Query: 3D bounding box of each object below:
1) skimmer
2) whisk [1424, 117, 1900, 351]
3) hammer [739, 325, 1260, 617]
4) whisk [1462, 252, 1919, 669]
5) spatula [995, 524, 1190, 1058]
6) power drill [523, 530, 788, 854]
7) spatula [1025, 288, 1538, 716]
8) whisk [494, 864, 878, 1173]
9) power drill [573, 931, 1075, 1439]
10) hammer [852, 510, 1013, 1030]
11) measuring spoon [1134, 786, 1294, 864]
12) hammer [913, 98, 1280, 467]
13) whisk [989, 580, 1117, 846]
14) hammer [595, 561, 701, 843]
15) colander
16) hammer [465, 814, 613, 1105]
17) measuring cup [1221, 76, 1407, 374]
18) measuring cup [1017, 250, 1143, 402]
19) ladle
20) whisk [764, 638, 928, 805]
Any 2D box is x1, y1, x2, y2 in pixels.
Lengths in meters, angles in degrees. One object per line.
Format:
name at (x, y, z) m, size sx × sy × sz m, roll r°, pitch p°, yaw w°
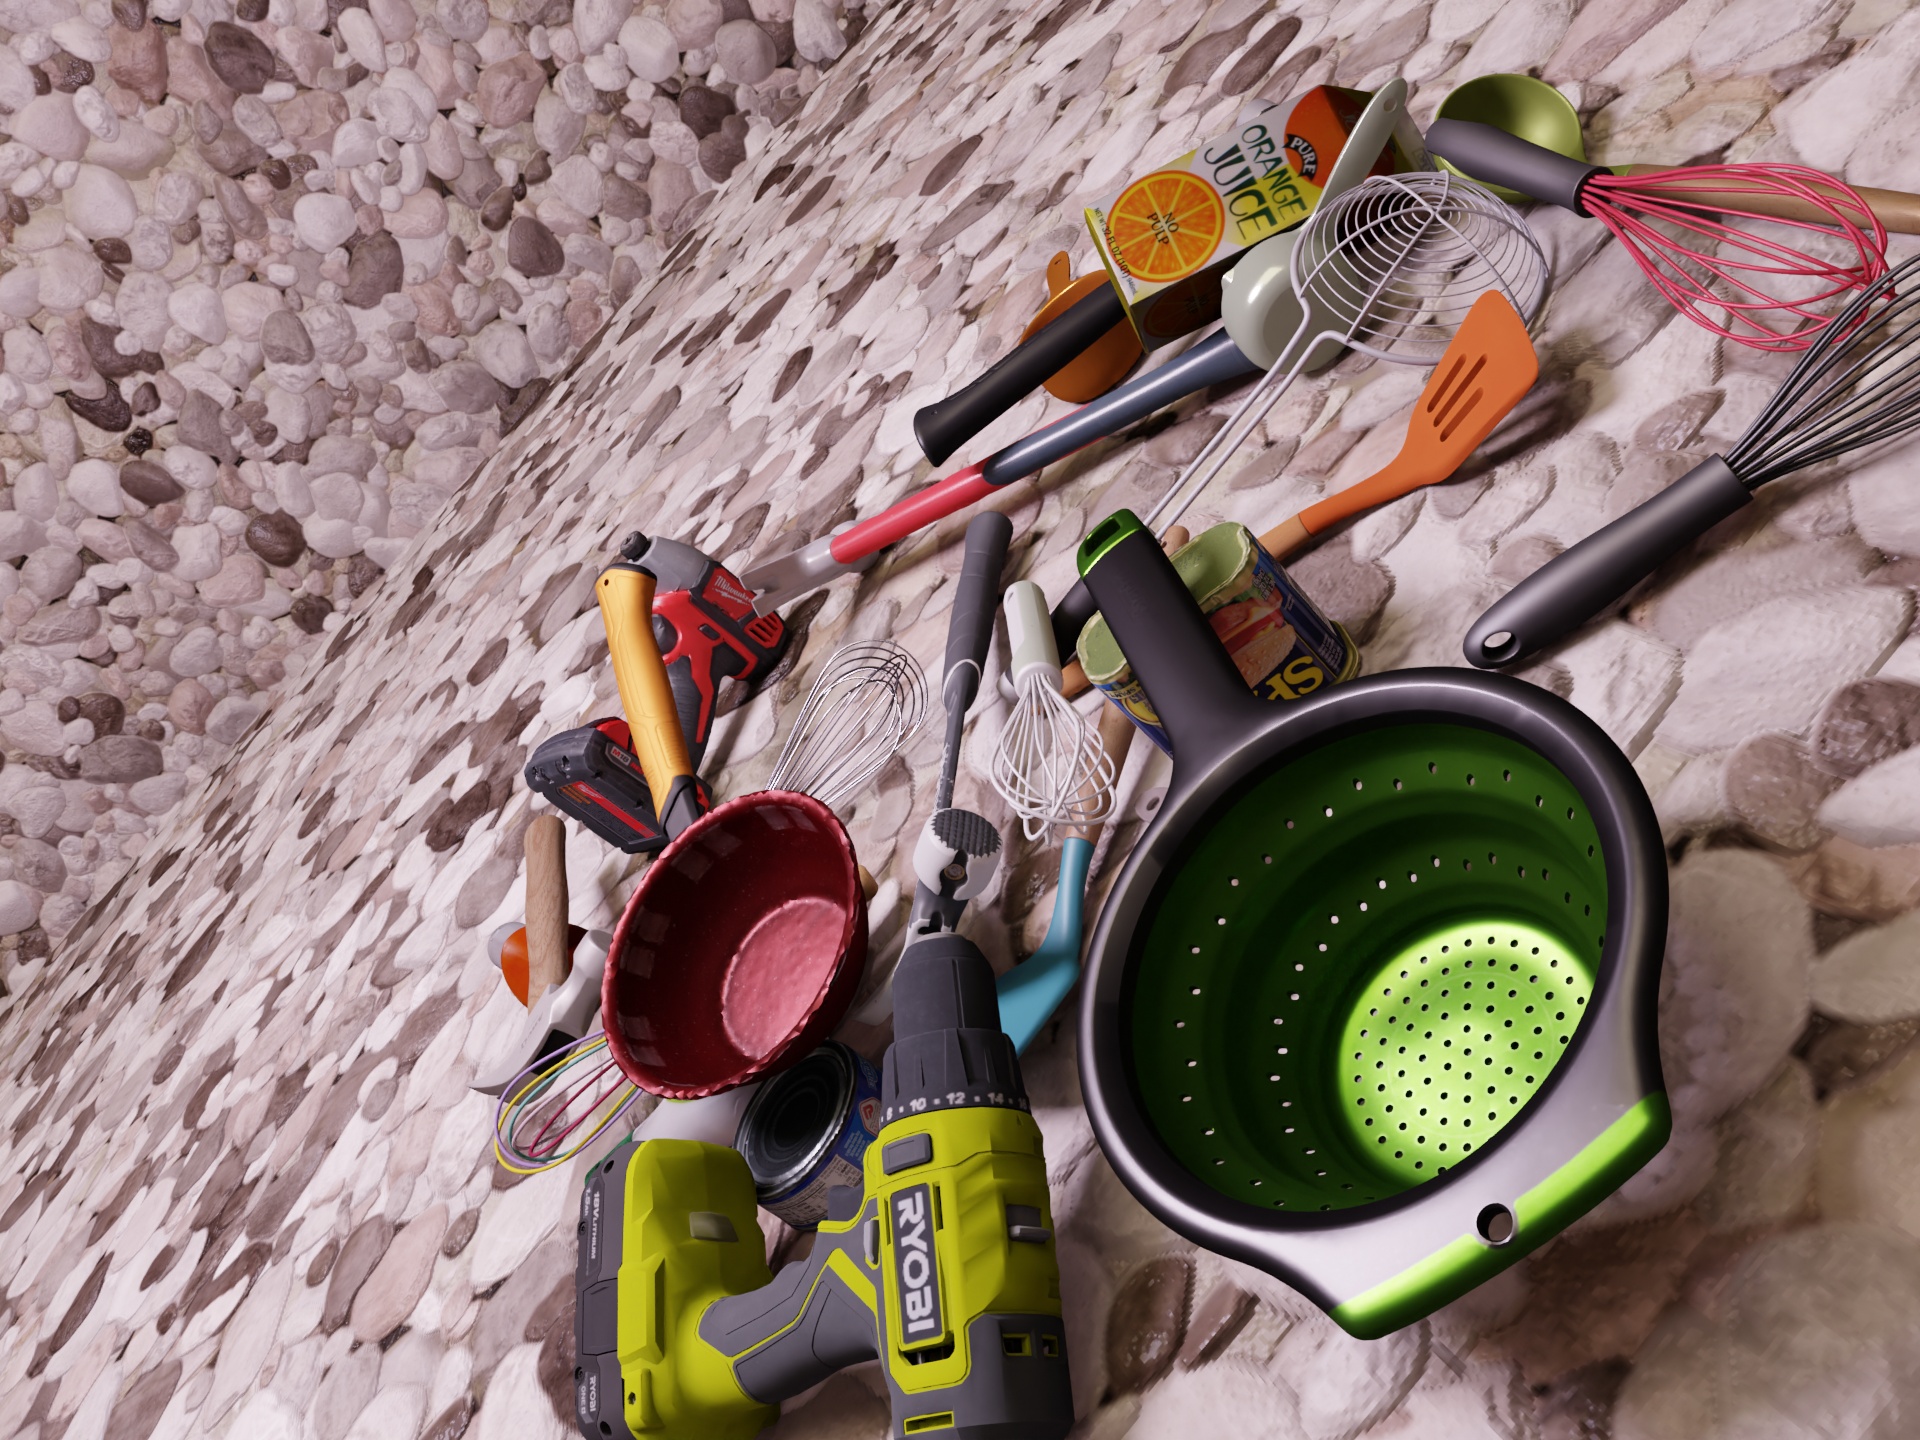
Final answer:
skimmer at (0.155, -0.140, 0.862) m, size 0.363 × 0.090 × 0.127 m, roll -50°, pitch 61°, yaw 22°
whisk at (0.299, -0.233, 0.717) m, size 0.073 × 0.073 × 0.296 m, roll -44°, pitch 36°, yaw 8°
hammer at (0.025, -0.163, 1.036) m, size 0.386 × 0.038 × 0.143 m, roll -22°, pitch 8°, yaw 35°
whisk at (0.293, -0.094, 0.608) m, size 0.239 × 0.055 × 0.055 m, roll -39°, pitch 29°, yaw 24°
spatula at (0.058, 0.031, 0.764) m, size 0.082 × 0.044 × 0.318 m, roll -19°, pitch 45°, yaw 54°
power drill at (-0.217, -0.027, 1.144) m, size 0.078 × 0.143 × 0.220 m, roll -16°, pitch 44°, yaw 41°
spatula at (0.151, -0.092, 0.810) m, size 0.322 × 0.041 × 0.081 m, roll -34°, pitch 36°, yaw 27°
whisk at (-0.144, 0.159, 0.847) m, size 0.245 × 0.051 × 0.047 m, roll -37°, pitch 23°, yaw -5°
power drill at (-0.058, 0.204, 0.647) m, size 0.228 × 0.080 × 0.191 m, roll -28°, pitch 55°, yaw 34°
hammer at (-0.001, -0.003, 0.882) m, size 0.409 × 0.036 × 0.149 m, roll -81°, pitch 10°, yaw -55°
measuring spoon at (0.114, 0.048, 0.719) m, size 0.034 × 0.018 × 0.124 m, roll -53°, pitch 21°, yaw -8°
hammer at (0.109, -0.273, 1.019) m, size 0.335 × 0.035 × 0.146 m, roll -37°, pitch 43°, yaw 0°
whisk at (0.038, -0.014, 0.784) m, size 0.247 × 0.059 × 0.057 m, roll -94°, pitch 18°, yaw -63°
hammer at (-0.185, 0.038, 0.988) m, size 0.127 × 0.034 × 0.337 m, roll -36°, pitch 55°, yaw 22°
colander at (0.128, 0.044, 0.585) m, size 0.204 × 0.094 × 0.398 m, roll -41°, pitch 35°, yaw 16°
hammer at (-0.263, 0.133, 1.008) m, size 0.130 × 0.031 × 0.331 m, roll -56°, pitch 22°, yaw 6°
measuring cup at (0.204, -0.265, 0.869) m, size 0.038 × 0.083 × 0.167 m, roll -104°, pitch 31°, yaw -48°
measuring cup at (0.088, -0.288, 1.138) m, size 0.095 × 0.052 × 0.174 m, roll -36°, pitch 28°, yaw 22°
ladle at (0.336, -0.265, 0.752) m, size 0.078 × 0.062 × 0.320 m, roll -31°, pitch 30°, yaw -6°
whisk at (-0.122, 0.067, 0.982) m, size 0.284 × 0.070 × 0.070 m, roll -51°, pitch 27°, yaw 5°
